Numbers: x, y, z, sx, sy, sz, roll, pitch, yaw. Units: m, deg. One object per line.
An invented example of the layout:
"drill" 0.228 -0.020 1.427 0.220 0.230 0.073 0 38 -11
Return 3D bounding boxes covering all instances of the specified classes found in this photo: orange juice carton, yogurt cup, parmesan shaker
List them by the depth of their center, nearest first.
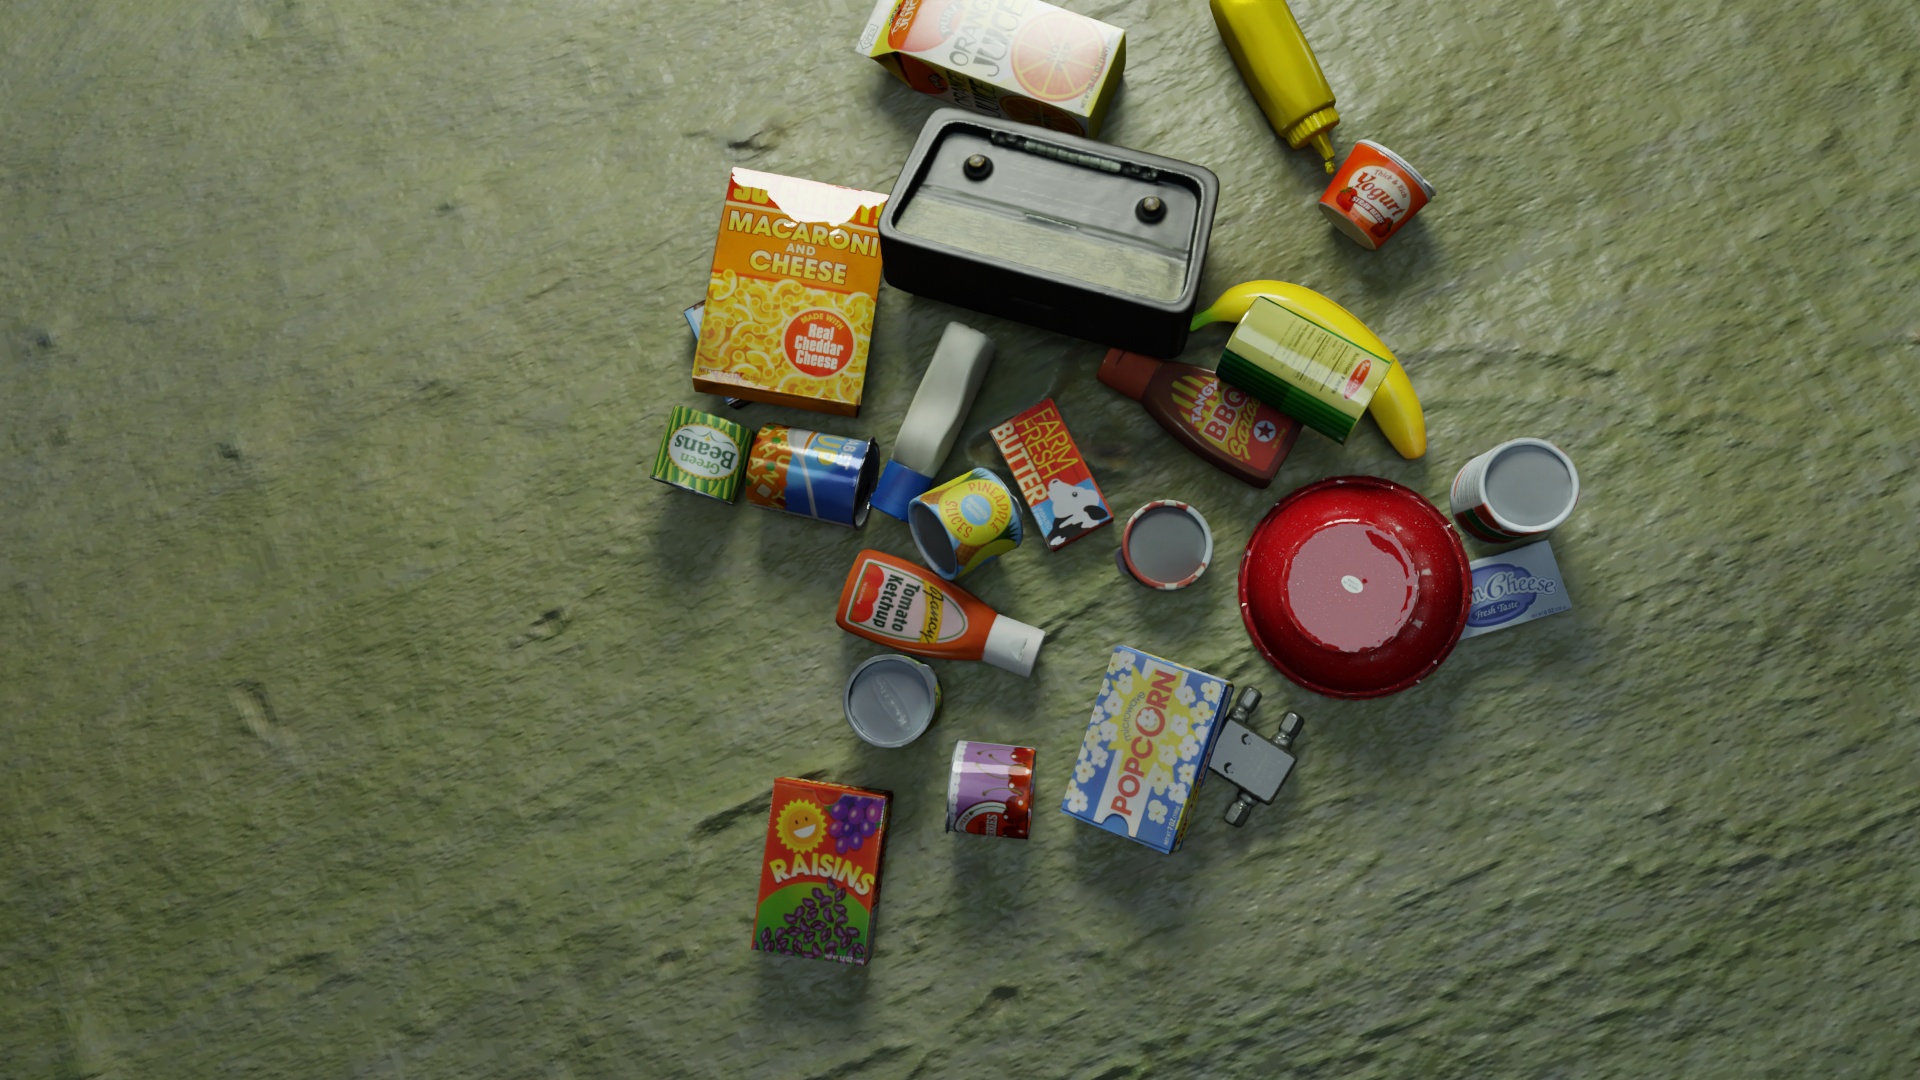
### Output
"parmesan shaker" 0.240 -0.121 0.969 0.103 0.071 0.071 31 89 12
"yogurt cup" 0.297 -0.247 1.003 0.072 0.072 0.054 41 99 8
"orange juice carton" 0.022 -0.366 1.038 0.193 0.073 0.072 22 88 8

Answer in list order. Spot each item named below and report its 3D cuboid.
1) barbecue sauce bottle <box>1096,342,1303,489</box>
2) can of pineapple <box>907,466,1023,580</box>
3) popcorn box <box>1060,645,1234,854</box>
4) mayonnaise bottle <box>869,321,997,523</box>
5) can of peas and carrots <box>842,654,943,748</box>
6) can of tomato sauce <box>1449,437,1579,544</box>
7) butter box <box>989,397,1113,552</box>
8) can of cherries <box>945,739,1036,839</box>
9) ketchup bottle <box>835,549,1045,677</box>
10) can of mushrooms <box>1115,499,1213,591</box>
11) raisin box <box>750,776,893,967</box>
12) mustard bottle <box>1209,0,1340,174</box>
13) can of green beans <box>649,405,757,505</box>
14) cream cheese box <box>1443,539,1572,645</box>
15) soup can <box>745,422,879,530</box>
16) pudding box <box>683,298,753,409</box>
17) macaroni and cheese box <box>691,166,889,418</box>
"barbecue sauce bottle" 0.172 -0.098 1.012 0.148 0.043 0.065 30 81 8
"can of pineapple" 0.004 -0.013 1.000 0.058 0.070 0.071 -27 82 -24
"popcorn box" 0.133 0.147 0.986 0.085 0.038 0.126 18 87 23
"mayonnaise bottle" -0.021 -0.086 1.024 0.041 0.065 0.148 26 92 7
"can of peas and carrots" -0.046 0.114 1.009 0.071 0.058 0.071 0 85 6
"can of tomato sauce" 0.385 -0.033 0.963 0.071 0.083 0.071 -1 85 7
"butter box" 0.067 -0.049 1.028 0.053 0.024 0.103 -27 83 4
"can of cherries" 0.022 0.180 0.990 0.058 0.071 0.071 5 86 6
"ketchup bottle" -0.013 0.059 1.018 0.149 0.043 0.064 19 87 7
"can of mushrooms" 0.148 0.005 1.011 0.071 0.033 0.071 0 86 6
"raisin box" -0.100 0.240 1.013 0.086 0.040 0.123 7 85 8
"mustard bottle" 0.238 -0.340 1.019 0.049 0.065 0.160 -28 88 9
"can of green beans" -0.191 -0.063 1.037 0.071 0.071 0.058 18 87 7
"cream cheese box" 0.373 0.039 0.988 0.104 0.024 0.053 -17 82 4
"soup can" -0.108 -0.051 1.026 0.084 0.071 0.071 12 87 7
"pudding box" -0.171 -0.147 1.061 0.049 0.030 0.084 -27 83 2
"macaroni and cheese box" -0.124 -0.184 1.033 0.124 0.040 0.167 9 78 -6
